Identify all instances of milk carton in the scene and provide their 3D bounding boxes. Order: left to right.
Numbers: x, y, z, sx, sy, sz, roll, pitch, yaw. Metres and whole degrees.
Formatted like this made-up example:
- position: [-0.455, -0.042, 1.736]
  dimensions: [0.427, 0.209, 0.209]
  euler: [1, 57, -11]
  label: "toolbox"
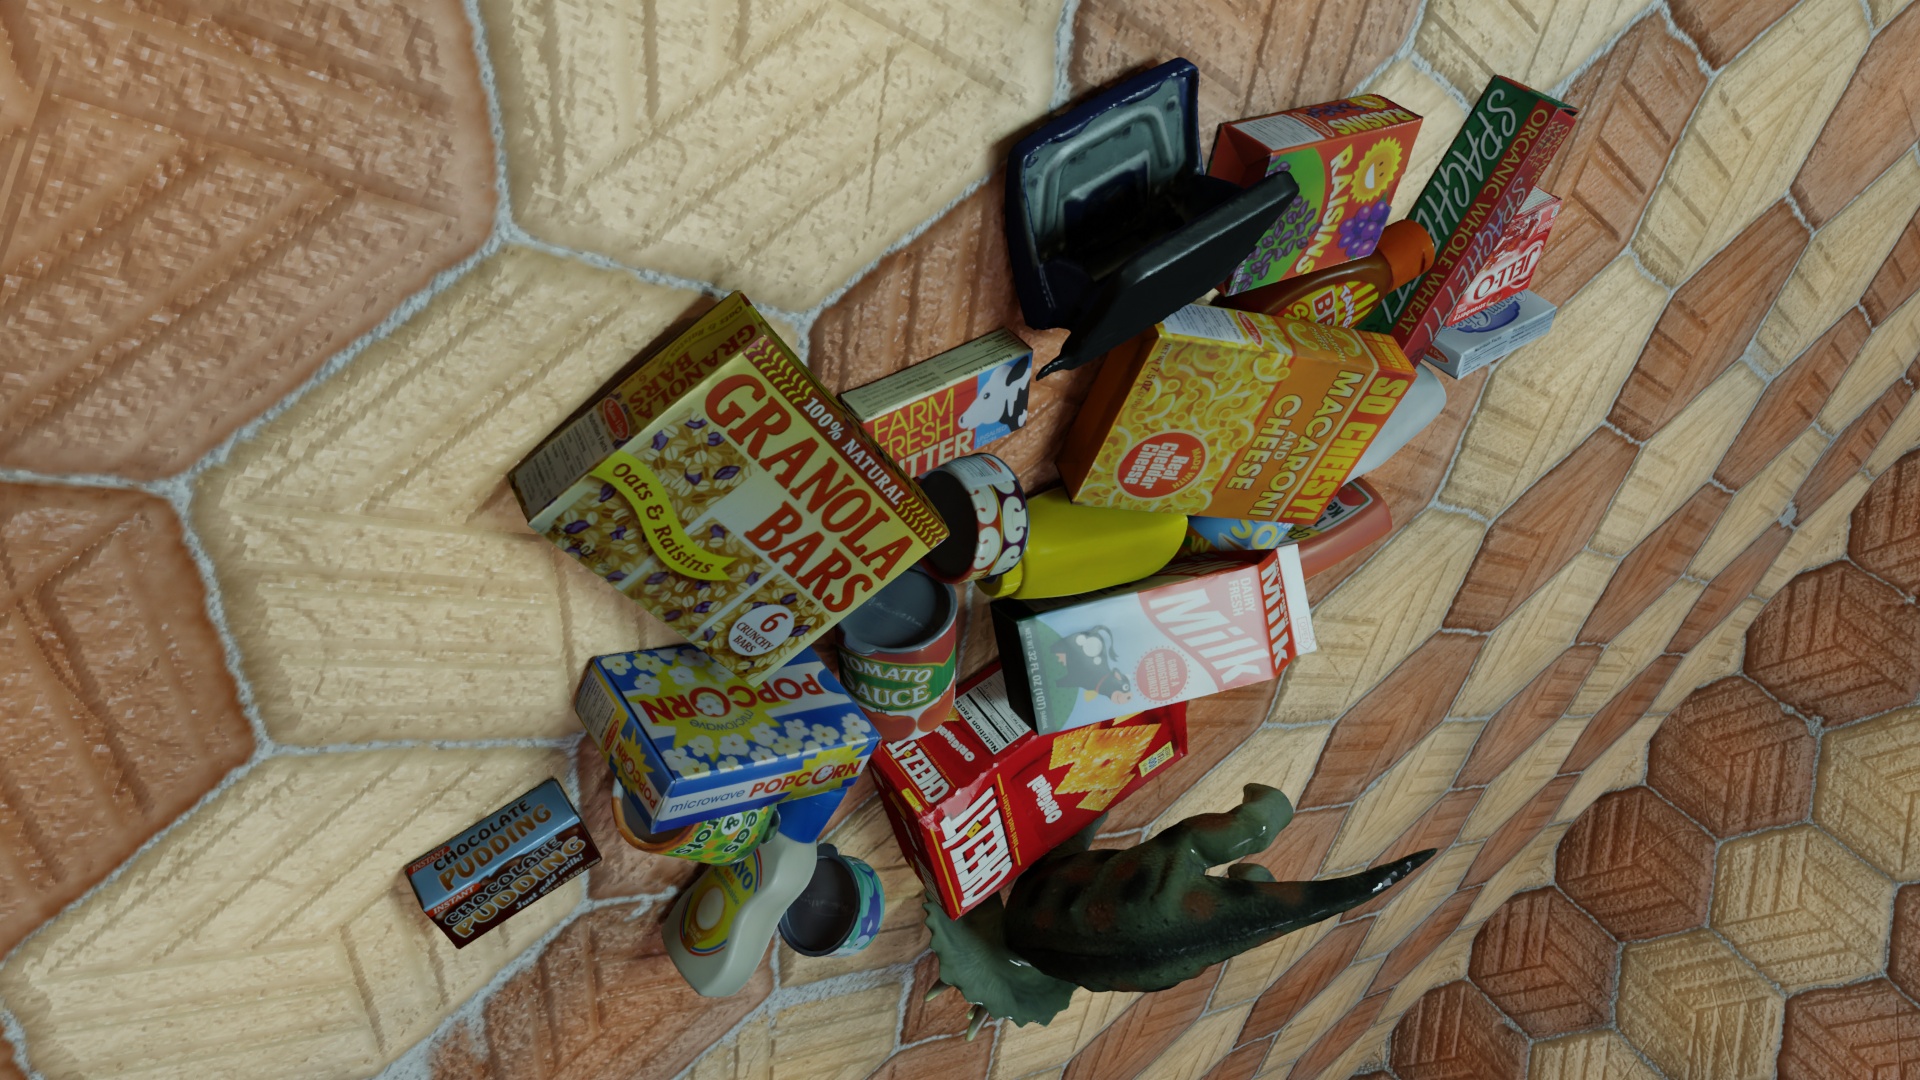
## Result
- position: [0.122, 0.055, 0.841]
  dimensions: [0.191, 0.073, 0.072]
  euler: [-13, 98, -10]
  label: "milk carton"

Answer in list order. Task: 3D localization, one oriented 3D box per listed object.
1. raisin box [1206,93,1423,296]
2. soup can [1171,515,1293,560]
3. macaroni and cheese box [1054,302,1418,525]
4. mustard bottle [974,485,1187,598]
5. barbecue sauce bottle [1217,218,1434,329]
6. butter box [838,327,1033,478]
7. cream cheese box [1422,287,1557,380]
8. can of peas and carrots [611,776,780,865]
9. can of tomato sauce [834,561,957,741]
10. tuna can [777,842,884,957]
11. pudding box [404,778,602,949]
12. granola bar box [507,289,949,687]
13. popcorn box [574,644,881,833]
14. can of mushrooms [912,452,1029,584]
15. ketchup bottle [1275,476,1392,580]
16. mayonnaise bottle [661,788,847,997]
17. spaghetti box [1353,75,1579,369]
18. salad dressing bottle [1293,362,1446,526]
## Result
- position: [0.186, -0.189, 0.754]
  dimensions: [0.124, 0.040, 0.085]
  euler: [-21, 139, -32]
  label: "raisin box"
- position: [0.177, -0.008, 0.908]
  dimensions: [0.071, 0.071, 0.083]
  euler: [16, 114, -52]
  label: "soup can"
- position: [0.153, -0.070, 0.784]
  dimensions: [0.167, 0.040, 0.123]
  euler: [4, 134, -23]
  label: "macaroni and cheese box"
- position: [0.054, 0.002, 0.801]
  dimensions: [0.161, 0.065, 0.048]
  euler: [-14, 136, -30]
  label: "mustard bottle"
- position: [0.218, -0.146, 0.829]
  dimensions: [0.149, 0.044, 0.064]
  euler: [-31, 139, -20]
  label: "barbecue sauce bottle"
- position: [-0.012, -0.064, 0.692]
  dimensions: [0.104, 0.024, 0.052]
  euler: [-26, 142, -26]
  label: "butter box"
- position: [0.359, -0.149, 0.965]
  dimensions: [0.104, 0.053, 0.024]
  euler: [-26, 140, -26]
  label: "cream cheese box"
- position: [-0.138, 0.136, 0.731]
  dimensions: [0.071, 0.071, 0.058]
  euler: [-49, 145, 7]
  label: "can of peas and carrots"
- position: [-0.036, 0.062, 0.762]
  dimensions: [0.071, 0.071, 0.082]
  euler: [-27, 143, -24]
  label: "can of tomato sauce"
- position: [-0.084, 0.234, 0.900]
  dimensions: [0.071, 0.071, 0.033]
  euler: [-49, 147, 7]
  label: "tuna can"
- position: [-0.229, 0.163, 0.701]
  dimensions: [0.084, 0.030, 0.049]
  euler: [-31, 143, -20]
  label: "pudding box"
- position: [-0.096, -0.016, 0.618]
  dimensions: [0.124, 0.039, 0.165]
  euler: [-38, 140, 3]
  label: "granola bar box"
- position: [-0.116, 0.092, 0.695]
  dimensions: [0.127, 0.085, 0.038]
  euler: [-5, 131, -44]
  label: "popcorn box"
- position: [0.003, -0.009, 0.726]
  dimensions: [0.033, 0.071, 0.070]
  euler: [-11, 134, -38]
  label: "can of mushrooms"
- position: [0.230, 0.007, 0.993]
  dimensions: [0.149, 0.065, 0.043]
  euler: [-31, 124, -6]
  label: "ketchup bottle"
- position: [-0.121, 0.197, 0.826]
  dimensions: [0.041, 0.065, 0.147]
  euler: [20, 107, -49]
  label: "mayonnaise bottle"
- position: [0.293, -0.168, 0.878]
  dimensions: [0.029, 0.050, 0.249]
  euler: [1, 126, -45]
  label: "spaghetti box"
- position: [0.270, -0.066, 0.970]
  dimensions: [0.148, 0.044, 0.064]
  euler: [-40, 142, -5]
  label: "salad dressing bottle"
